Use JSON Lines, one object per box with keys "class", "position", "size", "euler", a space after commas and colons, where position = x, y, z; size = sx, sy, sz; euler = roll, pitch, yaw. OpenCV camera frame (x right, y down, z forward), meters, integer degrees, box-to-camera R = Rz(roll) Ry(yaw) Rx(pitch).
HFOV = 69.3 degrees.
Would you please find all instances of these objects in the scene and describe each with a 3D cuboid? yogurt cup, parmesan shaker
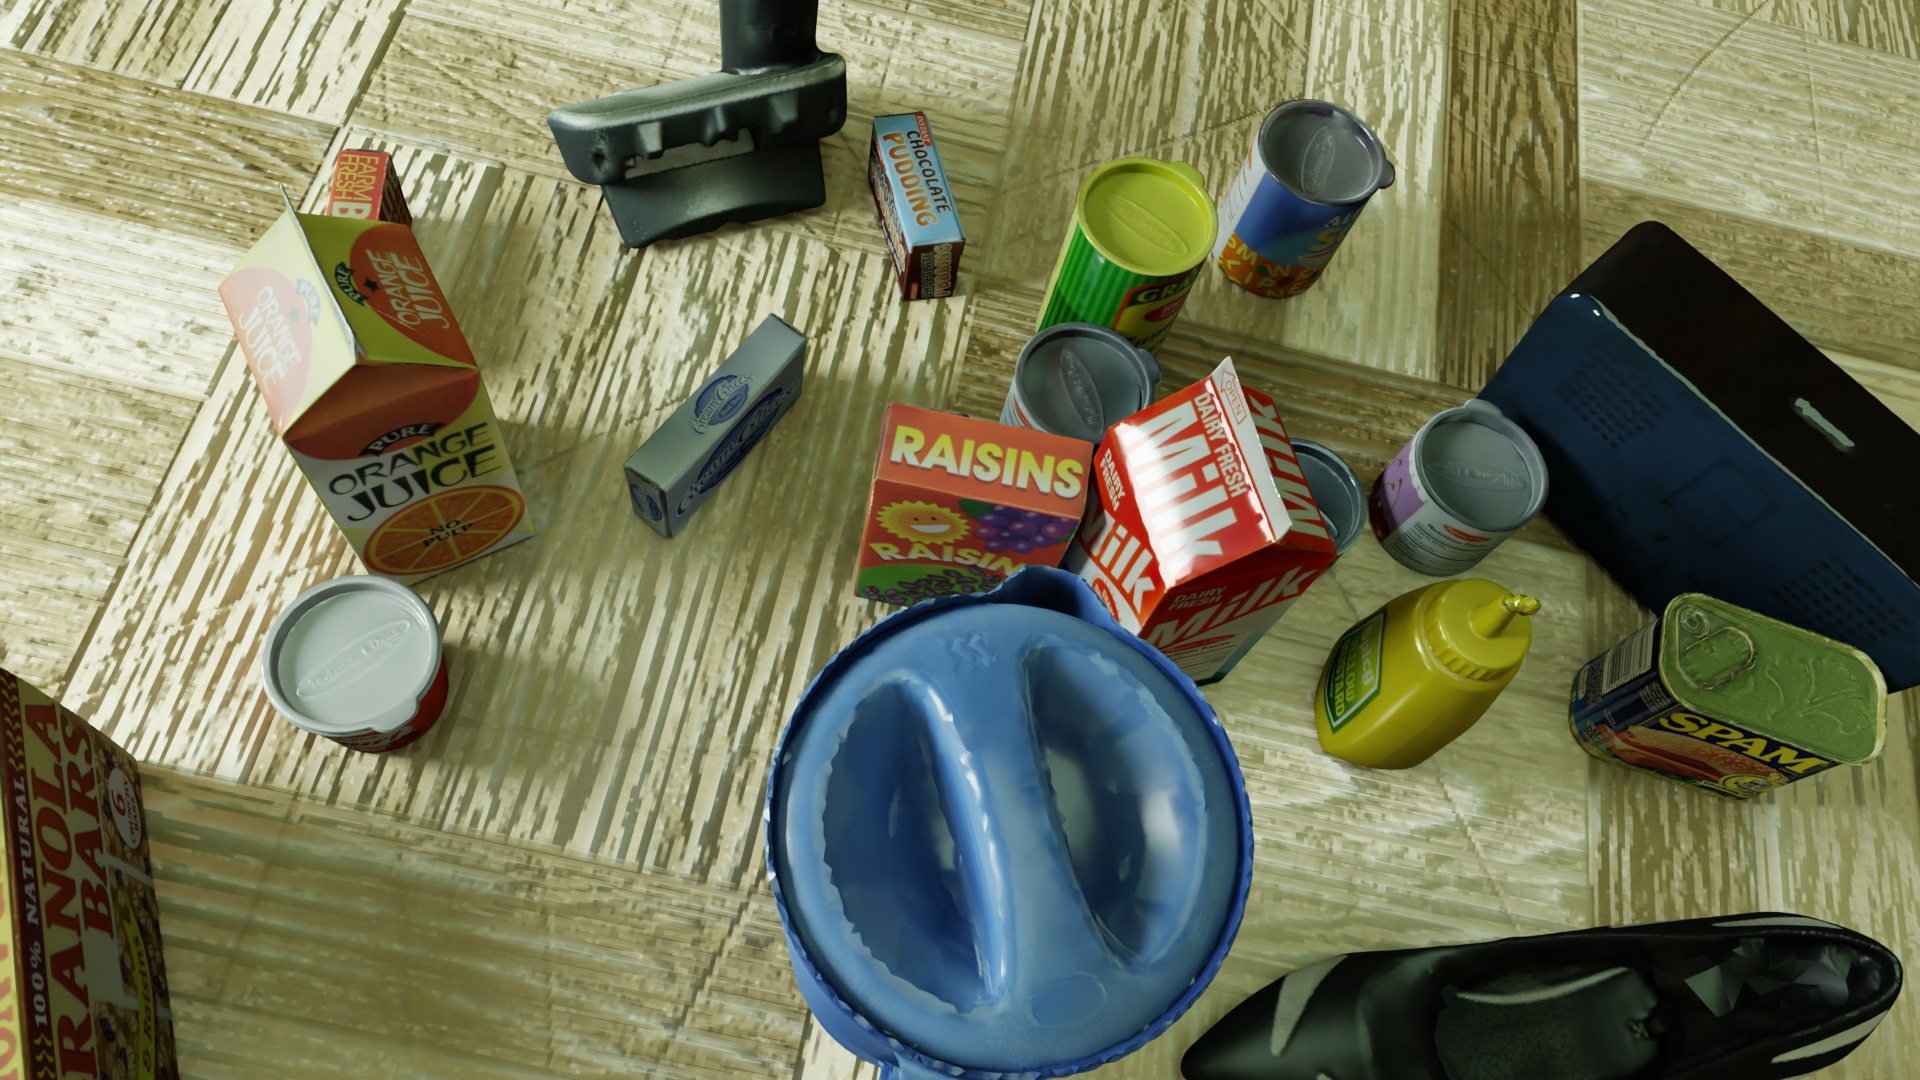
{"class": "yogurt cup", "position": [-0.245, 0.055, 0.573], "size": [0.072, 0.053, 0.072], "euler": [3, 65, -7]}
{"class": "parmesan shaker", "position": [0.081, -0.129, 0.679], "size": [0.071, 0.102, 0.071], "euler": [3, 65, -7]}

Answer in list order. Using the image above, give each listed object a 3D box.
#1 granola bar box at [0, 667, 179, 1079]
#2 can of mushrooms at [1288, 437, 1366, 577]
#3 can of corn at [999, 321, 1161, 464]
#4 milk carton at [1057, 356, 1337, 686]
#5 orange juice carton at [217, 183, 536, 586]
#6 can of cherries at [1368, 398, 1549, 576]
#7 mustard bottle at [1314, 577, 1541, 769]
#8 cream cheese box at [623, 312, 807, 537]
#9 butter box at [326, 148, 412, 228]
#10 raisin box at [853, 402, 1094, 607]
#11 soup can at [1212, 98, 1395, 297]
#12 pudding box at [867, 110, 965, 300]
{"class": "granola bar box", "position": [-0.320, 0.140, 0.484], "size": [0.039, 0.123, 0.166], "euler": [-15, 69, -15]}
{"class": "can of mushrooms", "position": [0.158, -0.012, 0.675], "size": [0.071, 0.033, 0.071], "euler": [3, 65, -7]}
{"class": "can of corn", "position": [0.056, -0.062, 0.669], "size": [0.071, 0.058, 0.071], "euler": [3, 65, -7]}
{"class": "milk carton", "position": [0.092, 0.003, 0.571], "size": [0.073, 0.189, 0.072], "euler": [-11, 68, -13]}
{"class": "orange juice carton", "position": [-0.228, -0.055, 0.549], "size": [0.073, 0.191, 0.072], "euler": [-24, 72, -18]}
{"class": "can of cherries", "position": [0.242, -0.025, 0.679], "size": [0.071, 0.058, 0.072], "euler": [3, 65, -7]}
{"class": "mustard bottle", "position": [0.197, 0.050, 0.582], "size": [0.049, 0.159, 0.065], "euler": [13, 65, -2]}
{"class": "cream cheese box", "position": [-0.111, -0.053, 0.642], "size": [0.024, 0.053, 0.104], "euler": [35, 66, 8]}
{"class": "butter box", "position": [-0.280, -0.127, 0.651], "size": [0.024, 0.053, 0.104], "euler": [1, 65, -8]}
{"class": "raisin box", "position": [0.002, -0.008, 0.600], "size": [0.086, 0.123, 0.040], "euler": [12, 65, -3]}
{"class": "soup can", "position": [0.176, -0.175, 0.724], "size": [0.071, 0.083, 0.071], "euler": [3, 65, -7]}
{"class": "pudding box", "position": [-0.023, -0.171, 0.712], "size": [0.030, 0.049, 0.084], "euler": [-10, 68, -13]}
